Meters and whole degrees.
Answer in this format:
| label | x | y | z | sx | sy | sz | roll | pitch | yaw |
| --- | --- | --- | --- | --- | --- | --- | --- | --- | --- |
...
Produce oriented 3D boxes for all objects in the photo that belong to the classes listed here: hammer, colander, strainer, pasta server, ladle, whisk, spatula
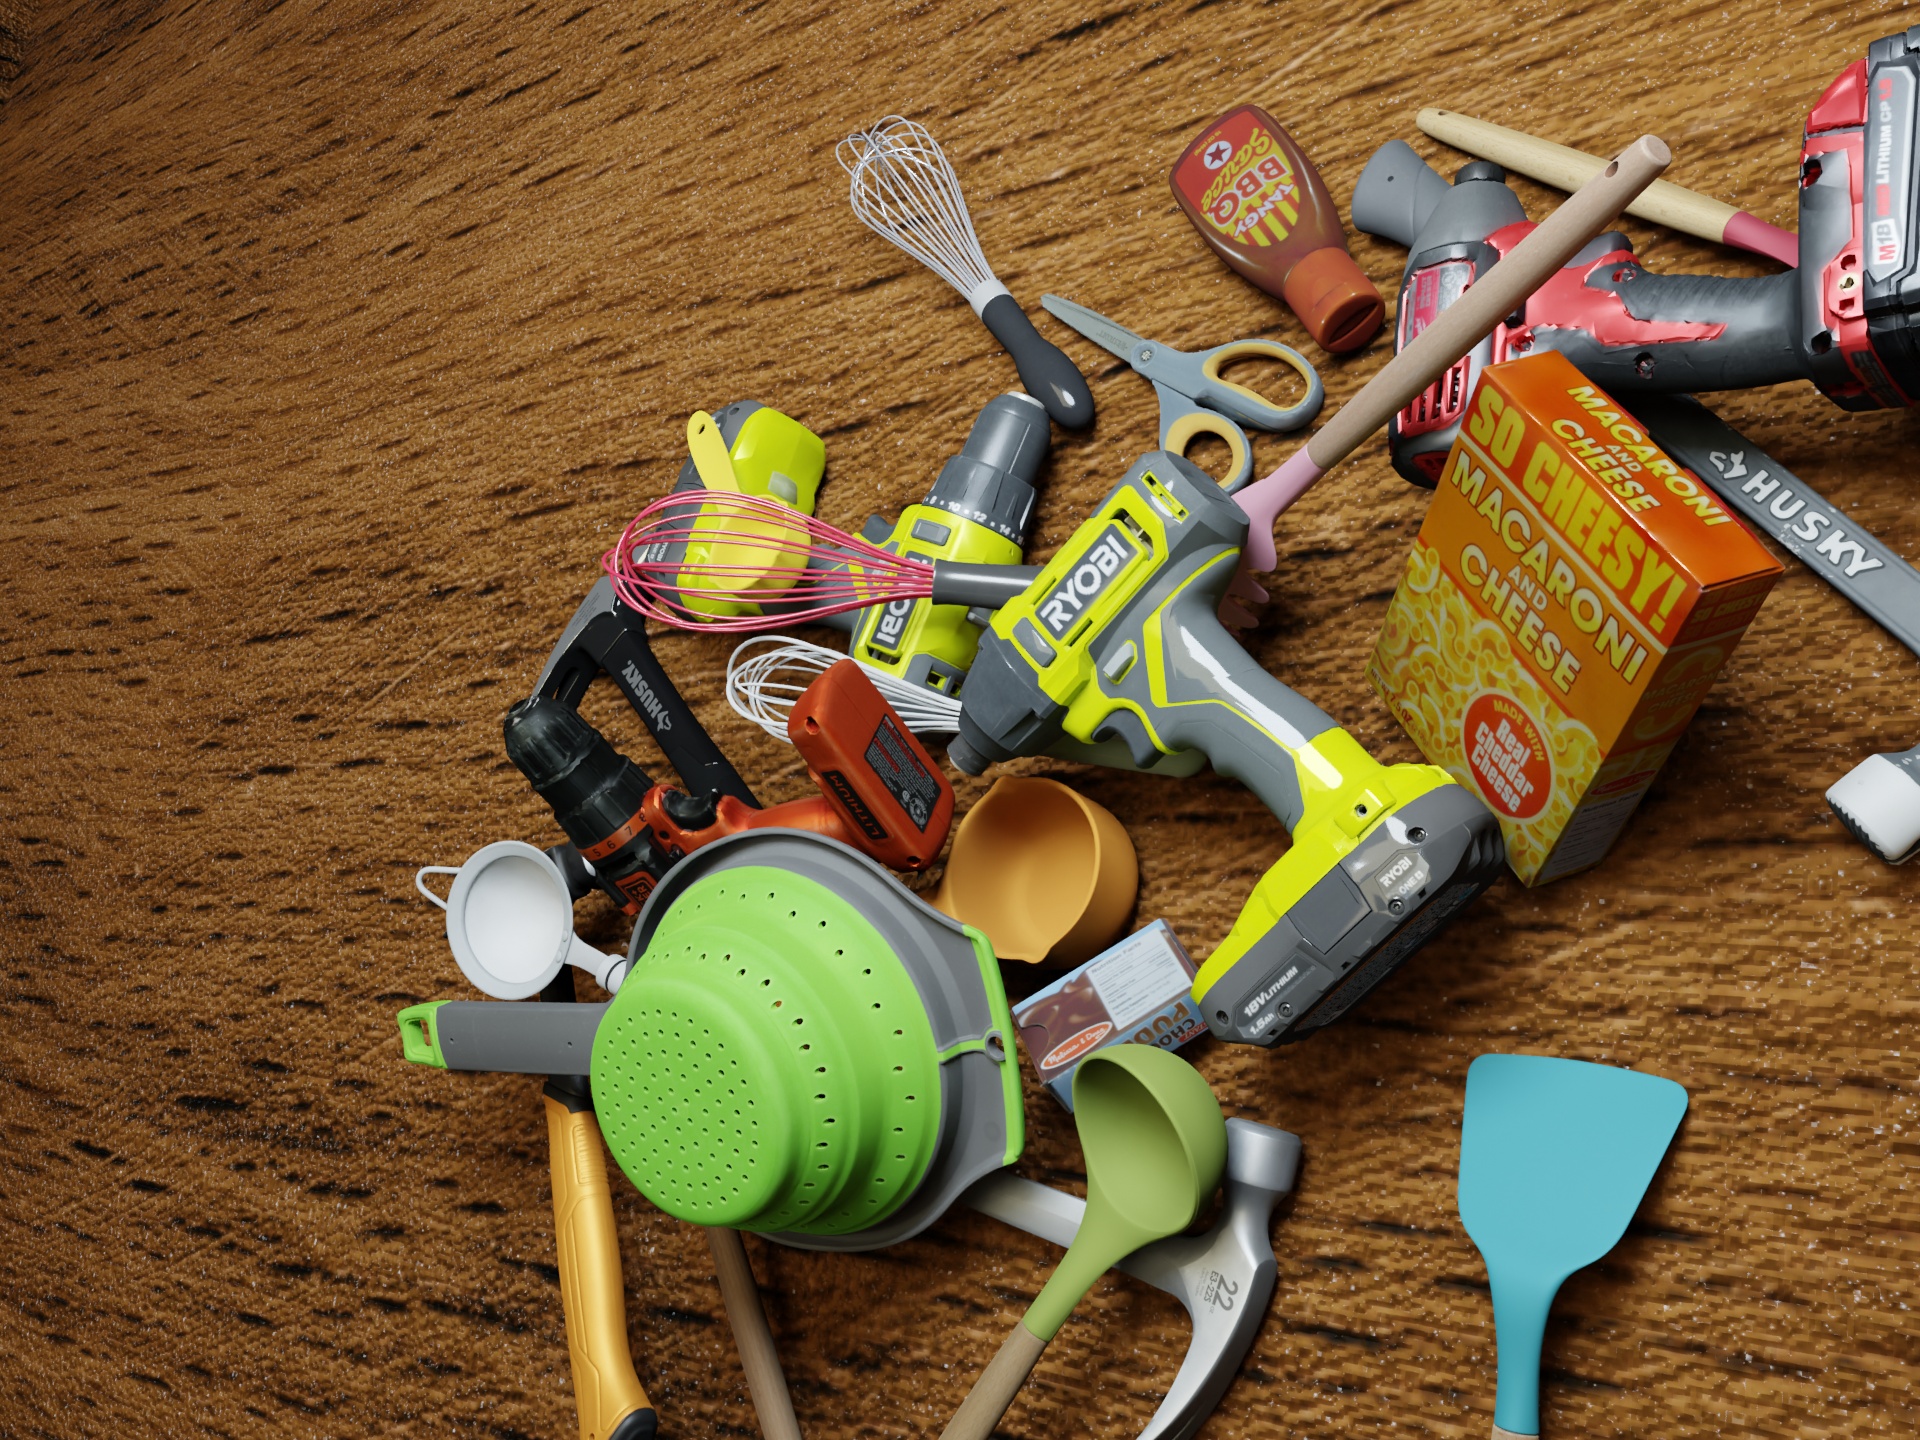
| label | x | y | z | sx | sy | sz | roll | pitch | yaw |
| --- | --- | --- | --- | --- | --- | --- | --- | --- | --- |
| hammer | -0.217 | 0.232 | 0.869 | 0.127 | 0.034 | 0.337 | -32 | 56 | 25 |
| colander | -0.164 | 0.164 | 0.754 | 0.397 | 0.094 | 0.204 | -6 | 96 | 33 |
| hammer | -0.033 | 0.217 | 0.776 | 0.406 | 0.035 | 0.144 | 9 | 78 | 40 |
| strainer | -0.188 | 0.132 | 0.843 | 0.259 | 0.050 | 0.087 | 23 | 97 | 30 |
| pasta server | 0.169 | -0.121 | 0.646 | 0.316 | 0.040 | 0.060 | 135 | 137 | -56 |
| hammer | -0.160 | 0.029 | 0.951 | 0.146 | 0.035 | 0.335 | -50 | 50 | 11 |
| ladle | 0.310 | -0.218 | 0.681 | 0.069 | 0.031 | 0.316 | -30 | 44 | -15 |
| whisk | -0.032 | -0.071 | 0.791 | 0.296 | 0.073 | 0.073 | 5 | 73 | 3 |
| spatula | 0.204 | 0.282 | 0.574 | 0.082 | 0.044 | 0.317 | 1 | 78 | 38 |
| whisk | -0.001 | -0.002 | 0.780 | 0.246 | 0.059 | 0.058 | 9 | 34 | 14 |
| whisk | 0.005 | -0.263 | 0.928 | 0.070 | 0.070 | 0.285 | -43 | 57 | 17 |
| hammer | 0.293 | -0.135 | 0.661 | 0.149 | 0.036 | 0.409 | -43 | 51 | 15 |
| spatula | -0.120 | 0.265 | 0.805 | 0.059 | 0.018 | 0.316 | -38 | 63 | 32 |
| ladle | 0.010 | 0.273 | 0.659 | 0.078 | 0.062 | 0.320 | 39 | 100 | 43 |

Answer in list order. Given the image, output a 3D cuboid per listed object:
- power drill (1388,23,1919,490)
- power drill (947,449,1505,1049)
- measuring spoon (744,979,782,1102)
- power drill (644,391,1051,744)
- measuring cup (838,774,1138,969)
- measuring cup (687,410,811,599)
| label | x | y | z | sx | sy | sz | roll | pitch | yaw |
| --- | --- | --- | --- | --- | --- | --- | --- | --- | --- |
| power drill | 0.272 | -0.174 | 0.616 | 0.220 | 0.078 | 0.143 | -5 | 71 | 45 |
| power drill | 0.099 | 0.020 | 0.671 | 0.171 | 0.080 | 0.223 | -49 | 62 | 21 |
| measuring spoon | -0.099 | 0.162 | 0.831 | 0.021 | 0.011 | 0.117 | -9 | 26 | 3 |
| power drill | -0.060 | -0.108 | 0.900 | 0.229 | 0.080 | 0.190 | 22 | 88 | 38 |
| measuring cup | 0.009 | 0.093 | 0.782 | 0.173 | 0.052 | 0.095 | -28 | 58 | 29 |
| measuring cup | -0.123 | -0.123 | 0.891 | 0.062 | 0.029 | 0.157 | -42 | 46 | 16 |
